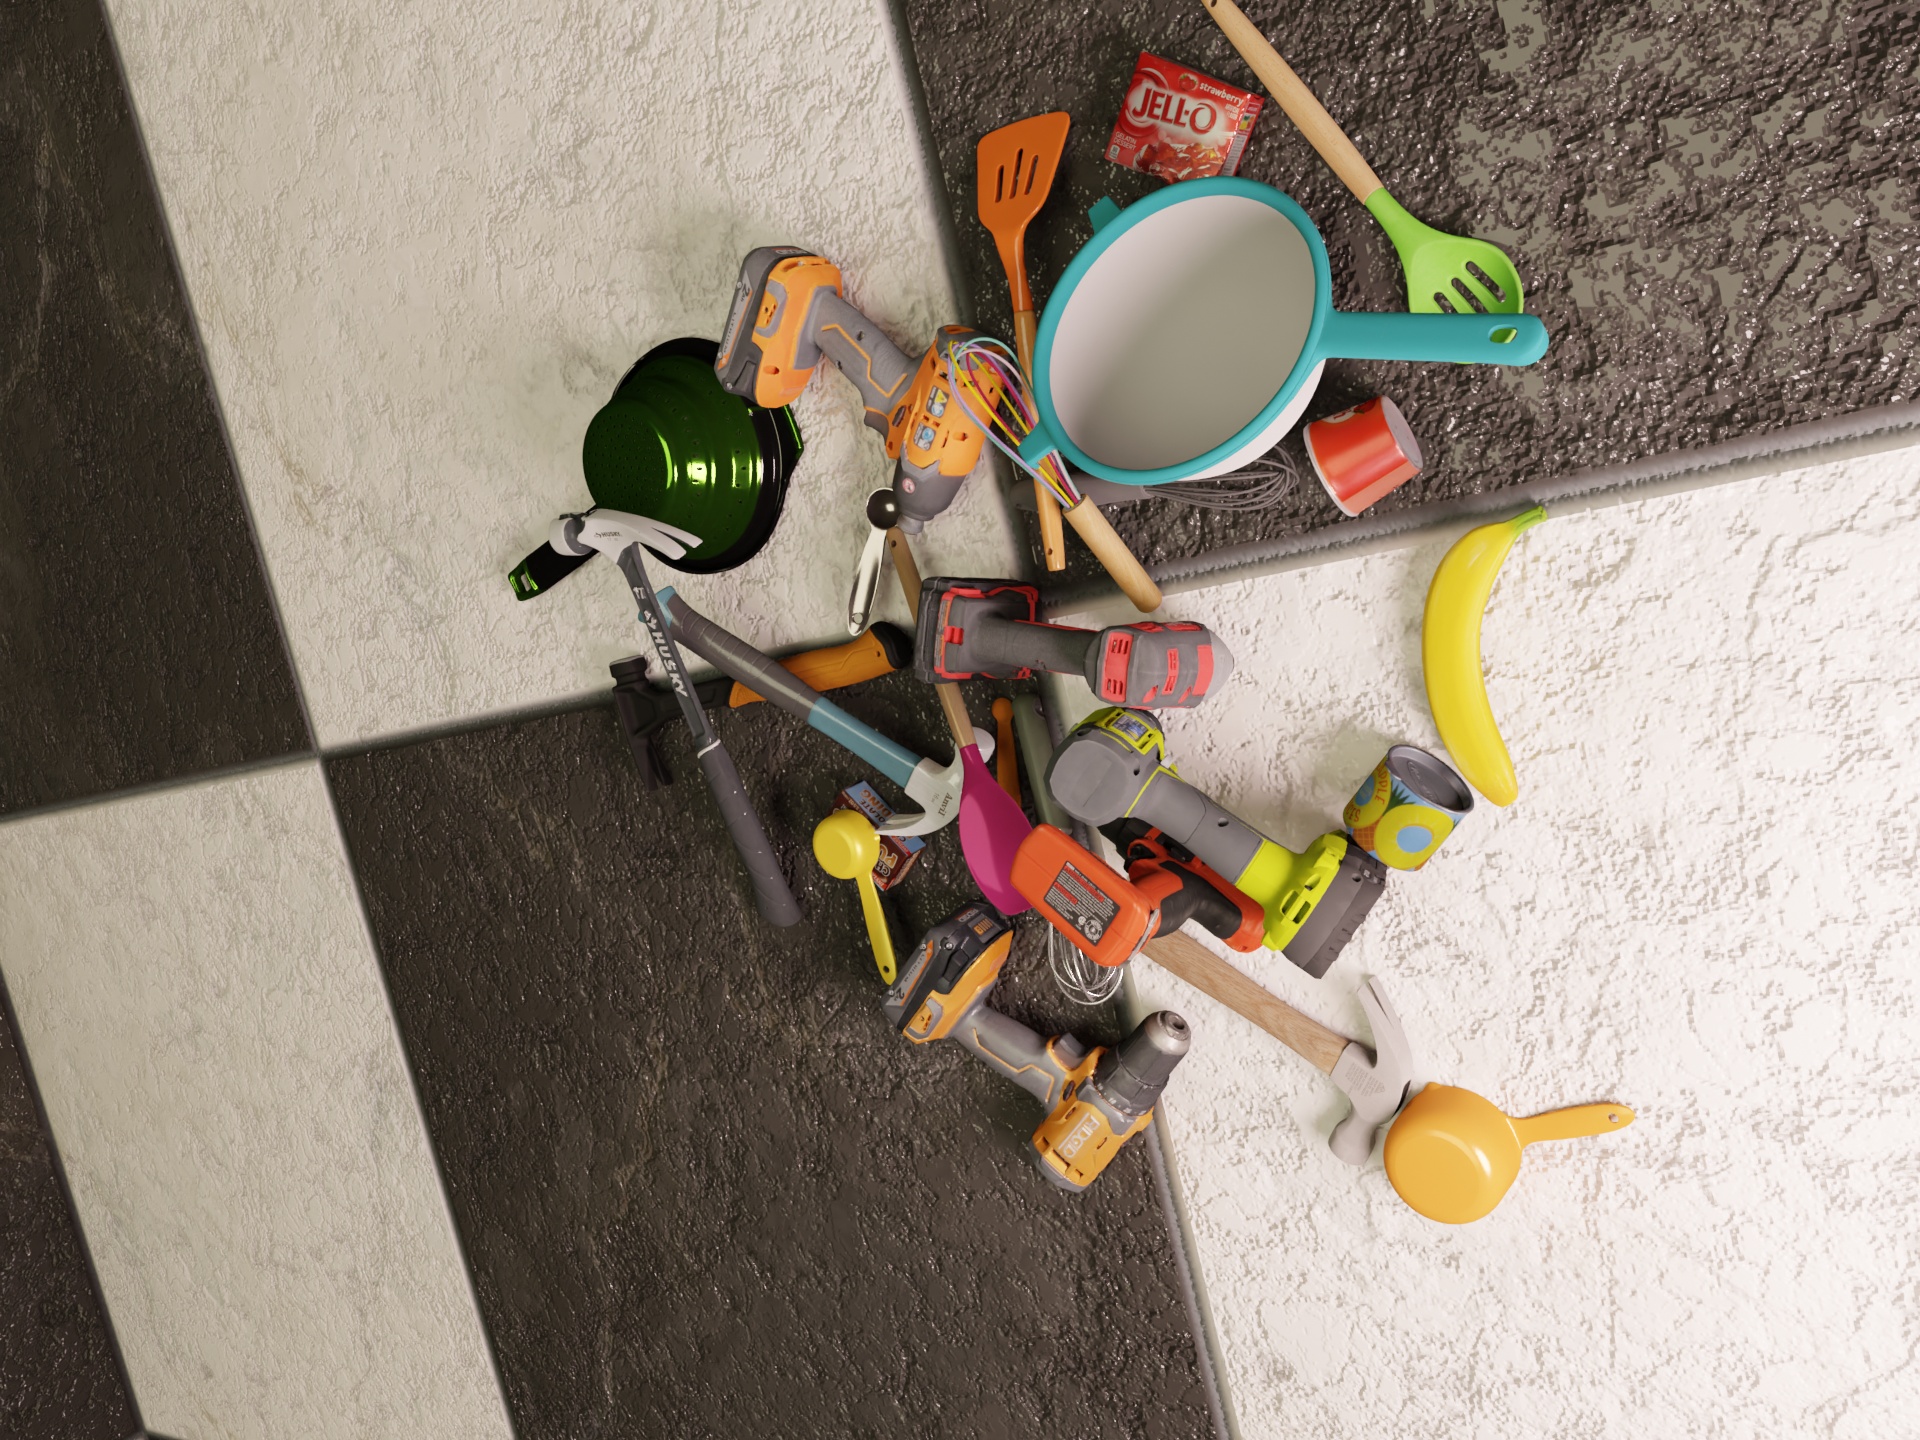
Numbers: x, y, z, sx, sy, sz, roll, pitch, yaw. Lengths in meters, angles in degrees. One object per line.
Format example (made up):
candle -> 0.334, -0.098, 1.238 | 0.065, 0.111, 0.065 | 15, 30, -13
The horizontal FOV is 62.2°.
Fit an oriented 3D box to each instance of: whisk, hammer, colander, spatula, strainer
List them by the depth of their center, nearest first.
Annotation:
strainer -> 0.208, -0.229, 1.006 | 0.340, 0.095, 0.211 | 12, 82, 37
whisk -> 0.069, -0.172, 1.123 | 0.051, 0.047, 0.244 | -42, 111, -3
whisk -> 0.130, -0.169, 1.131 | 0.239, 0.055, 0.055 | 0, 103, 39
spatula -> 0.055, -0.270, 1.147 | 0.081, 0.041, 0.322 | -2, 99, 38
hammer -> 0.188, 0.188, 1.198 | 0.331, 0.031, 0.130 | 32, 120, 24
whisk -> 0.075, 0.095, 1.215 | 0.059, 0.057, 0.246 | -20, 74, 25
hammer -> -0.131, -0.017, 1.322 | 0.331, 0.033, 0.128 | 32, 124, 13
hammer -> -0.216, 0.007, 1.353 | 0.149, 0.036, 0.408 | 4, 125, 39
hammer -> -0.177, -0.023, 1.395 | 0.337, 0.034, 0.127 | -12, 95, 37
colander -> -0.311, -0.192, 1.405 | 0.397, 0.094, 0.204 | -27, 87, 37

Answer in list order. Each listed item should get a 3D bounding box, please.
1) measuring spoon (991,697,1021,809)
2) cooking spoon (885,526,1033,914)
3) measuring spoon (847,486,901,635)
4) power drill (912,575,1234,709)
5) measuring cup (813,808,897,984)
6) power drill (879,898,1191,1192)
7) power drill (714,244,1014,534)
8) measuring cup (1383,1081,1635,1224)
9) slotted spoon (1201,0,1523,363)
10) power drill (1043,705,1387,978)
measuring spoon -> 0.036, 0.039, 1.276 | 0.021, 0.011, 0.117 | 5, 106, 34
cooking spoon -> -0.002, -0.004, 1.236 | 0.069, 0.017, 0.319 | -26, 78, 34
measuring spoon -> -0.070, -0.128, 1.289 | 0.034, 0.018, 0.124 | 19, 104, 16
power drill -> 0.085, -0.052, 1.144 | 0.220, 0.143, 0.078 | 13, 101, 38
measuring cup -> -0.085, 0.153, 1.343 | 0.062, 0.029, 0.156 | -12, 95, 39
power drill -> 0.064, 0.245, 1.274 | 0.226, 0.084, 0.185 | 42, 122, 14
power drill -> -0.079, -0.256, 1.234 | 0.227, 0.084, 0.164 | 32, 120, 20
measuring cup -> 0.370, 0.292, 1.084 | 0.173, 0.052, 0.095 | -25, 88, 39
slotted spoon -> 0.248, -0.353, 1.008 | 0.070, 0.031, 0.314 | -43, 75, 35
power drill -> 0.175, 0.067, 1.097 | 0.228, 0.190, 0.080 | 34, 106, 9
